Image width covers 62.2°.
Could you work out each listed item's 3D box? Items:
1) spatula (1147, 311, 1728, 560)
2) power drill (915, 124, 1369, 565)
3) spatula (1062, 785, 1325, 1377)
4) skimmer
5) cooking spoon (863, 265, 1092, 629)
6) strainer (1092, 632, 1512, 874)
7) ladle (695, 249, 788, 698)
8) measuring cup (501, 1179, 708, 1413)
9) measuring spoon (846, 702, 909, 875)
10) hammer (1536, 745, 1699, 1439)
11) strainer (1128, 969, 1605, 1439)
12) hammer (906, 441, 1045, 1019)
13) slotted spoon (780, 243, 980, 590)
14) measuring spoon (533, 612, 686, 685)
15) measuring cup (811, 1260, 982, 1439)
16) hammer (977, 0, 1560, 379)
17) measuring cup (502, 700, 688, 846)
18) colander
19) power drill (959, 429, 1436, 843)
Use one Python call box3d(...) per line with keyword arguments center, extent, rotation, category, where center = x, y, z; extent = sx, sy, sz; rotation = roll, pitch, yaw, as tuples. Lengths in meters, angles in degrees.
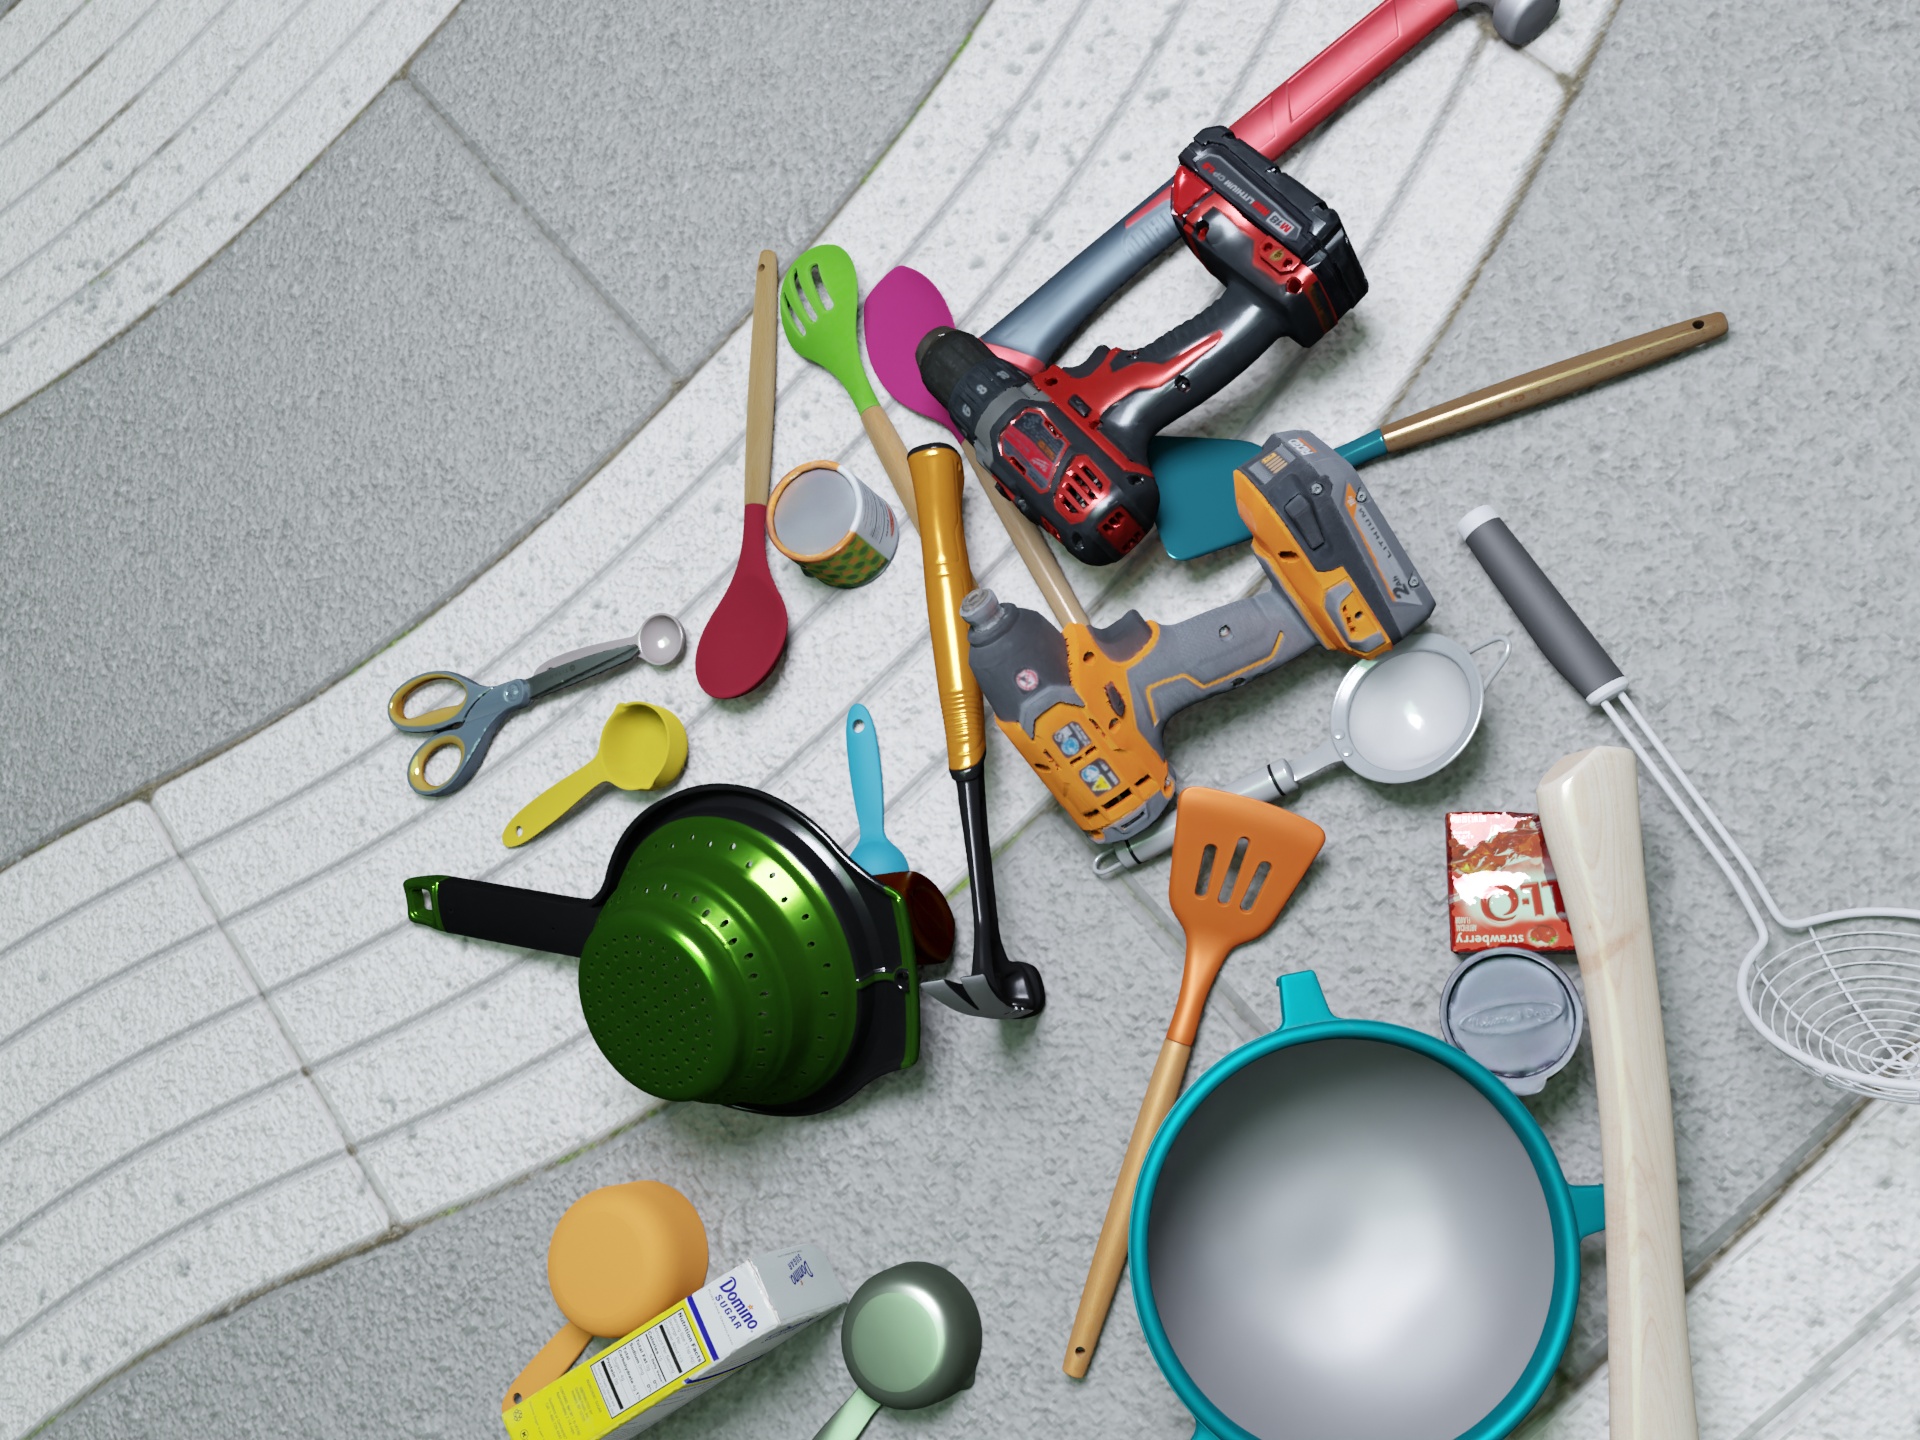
box3d(center=(0.259, -0.167, 0.880), extent=(0.317, 0.044, 0.082), rotation=(-18, 67, 15), category="spatula")
box3d(center=(0.092, -0.219, 0.898), extent=(0.226, 0.080, 0.188), rotation=(-45, 61, 8), category="power drill")
box3d(center=(0.110, 0.197, 0.855), extent=(0.081, 0.041, 0.322), rotation=(18, 86, 6), category="spatula")
box3d(center=(0.365, 0.021, 0.773), extent=(0.127, 0.090, 0.364), rotation=(-23, 67, -15), category="skimmer")
box3d(center=(0.018, -0.152, 0.979), extent=(0.068, 0.017, 0.319), rotation=(-39, 67, 30), category="cooking spoon")
box3d(center=(0.184, 0.027, 0.868), extent=(0.258, 0.050, 0.087), rotation=(-28, 50, 19), category="strainer")
box3d(center=(-0.134, -0.163, 1.035), extent=(0.069, 0.031, 0.315), rotation=(-6, 74, 28), category="ladle")
box3d(center=(-0.227, 0.350, 0.939), extent=(0.095, 0.052, 0.173), rotation=(41, 92, 23), category="measuring cup")
box3d(center=(-0.059, 0.050, 0.960), extent=(0.042, 0.021, 0.129), rotation=(-12, 76, 18), category="measuring spoon")
box3d(center=(0.319, 0.217, 0.728), extent=(0.146, 0.038, 0.411), rotation=(2, 79, -14), category="hammer")
box3d(center=(0.145, 0.303, 0.769), extent=(0.211, 0.095, 0.340), rotation=(35, 83, 4), category="strainer")
box3d(center=(-0.001, -0.003, 0.897), extent=(0.034, 0.127, 0.337), rotation=(-11, 73, 16), category="hammer")
box3d(center=(-0.044, -0.175, 1.003), extent=(0.070, 0.031, 0.314), rotation=(-38, 69, 32), category="slotted spoon")
box3d(center=(-0.231, -0.042, 1.053), extent=(0.124, 0.018, 0.034), rotation=(-14, 80, 24), category="measuring spoon")
box3d(center=(-0.057, 0.376, 0.877), extent=(0.083, 0.038, 0.167), rotation=(38, 91, 23), category="measuring cup")
box3d(center=(0.157, -0.349, 0.963), extent=(0.386, 0.038, 0.143), rotation=(-38, 67, 9), category="hammer")
box3d(center=(-0.238, 0.042, 1.034), extent=(0.156, 0.029, 0.062), rotation=(-33, 68, 23), category="measuring cup")
box3d(center=(-0.214, 0.140, 0.931), extent=(0.397, 0.094, 0.204), rotation=(4, 106, 31), category="colander")
box3d(center=(0.117, -0.053, 0.848), extent=(0.226, 0.164, 0.084), rotation=(-36, 26, 9), category="power drill")
